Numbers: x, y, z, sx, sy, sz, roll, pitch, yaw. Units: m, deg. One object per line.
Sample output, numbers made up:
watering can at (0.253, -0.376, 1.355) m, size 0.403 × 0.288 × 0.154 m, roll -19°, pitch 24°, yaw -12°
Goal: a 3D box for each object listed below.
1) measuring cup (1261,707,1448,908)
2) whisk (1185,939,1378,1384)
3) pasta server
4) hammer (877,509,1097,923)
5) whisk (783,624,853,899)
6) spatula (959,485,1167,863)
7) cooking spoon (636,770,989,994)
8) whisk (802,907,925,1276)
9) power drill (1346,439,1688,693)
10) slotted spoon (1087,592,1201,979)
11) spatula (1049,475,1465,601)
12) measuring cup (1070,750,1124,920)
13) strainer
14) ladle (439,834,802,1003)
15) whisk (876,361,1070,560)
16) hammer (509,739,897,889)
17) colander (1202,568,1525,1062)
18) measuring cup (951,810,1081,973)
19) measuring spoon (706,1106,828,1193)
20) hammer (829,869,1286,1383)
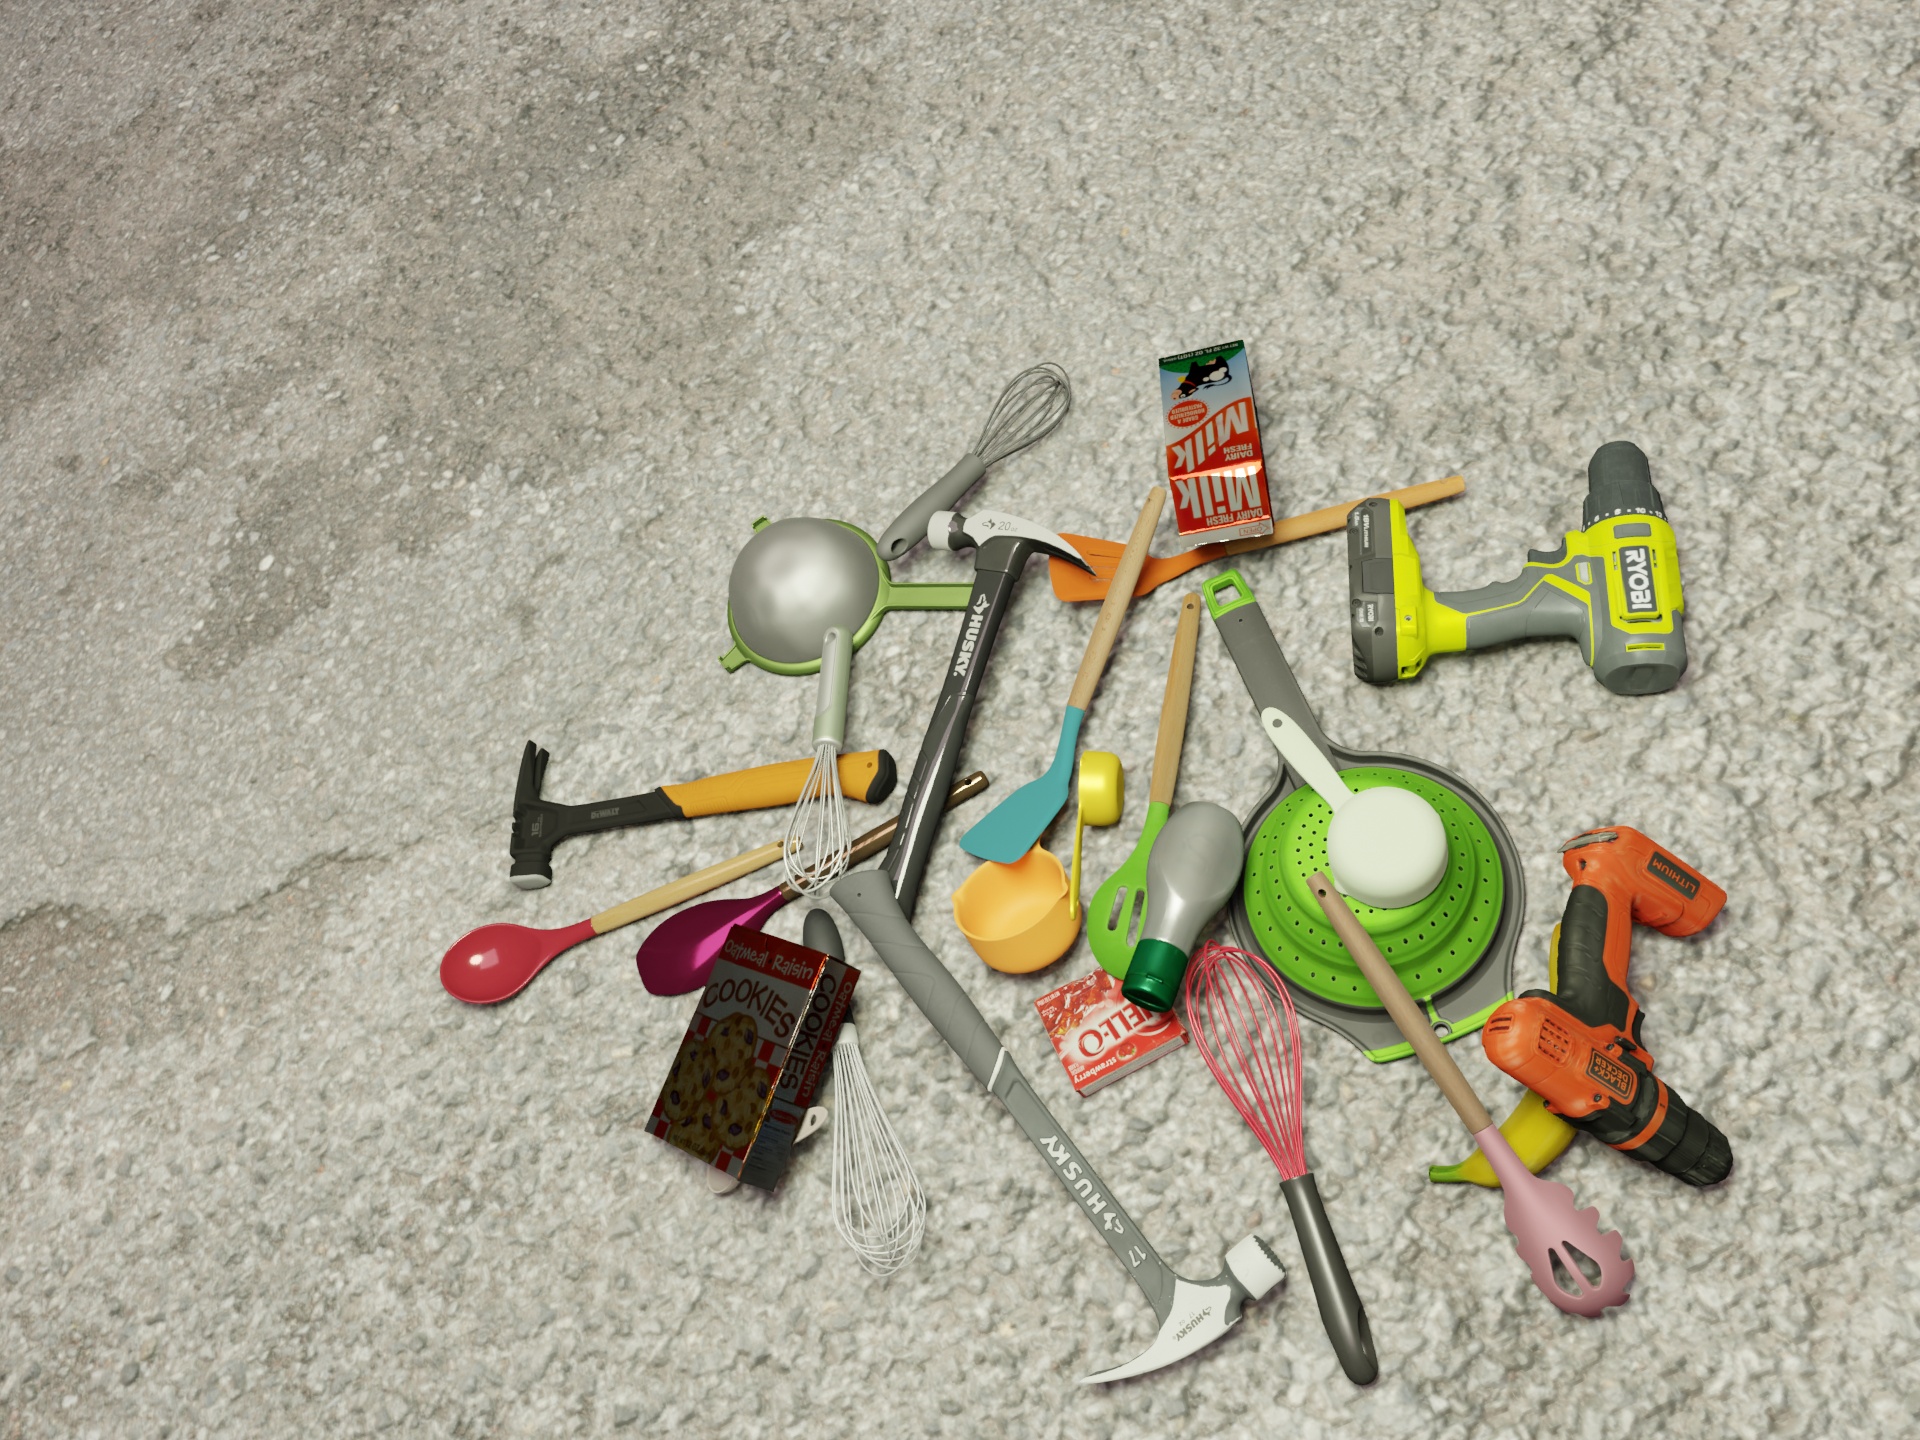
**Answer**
measuring cup at (0.250, 0.047, 1.043) m, size 0.083 × 0.038 × 0.168 m, roll -36°, pitch 63°, yaw 0°
whisk at (0.215, 0.282, 1.047) m, size 0.073 × 0.073 × 0.296 m, roll -20°, pitch 66°, yaw 9°
pasta server at (0.312, 0.231, 0.998) m, size 0.060 × 0.040 × 0.316 m, roll -36°, pitch 75°, yaw 16°
hammer at (-0.002, -0.004, 1.230) m, size 0.146 × 0.035 × 0.335 m, roll 10°, pitch 76°, yaw 30°
whisk at (-0.106, 0.027, 1.242) m, size 0.058 × 0.059 × 0.247 m, roll -25°, pitch 48°, yaw 36°
spatula at (0.090, -0.037, 1.212) m, size 0.082 × 0.044 × 0.317 m, roll 11°, pitch 78°, yaw 59°
cooking spoon at (-0.118, 0.123, 1.254) m, size 0.319 × 0.017 × 0.069 m, roll -30°, pitch 60°, yaw 3°
whisk at (-0.080, 0.262, 1.159) m, size 0.070 × 0.070 × 0.285 m, roll -22°, pitch 56°, yaw 8°
power drill at (0.401, -0.112, 1.158) m, size 0.228 × 0.080 × 0.191 m, roll -3°, pitch 65°, yaw 15°
slotted spoon at (0.149, 0.039, 1.175) m, size 0.070 × 0.031 × 0.314 m, roll 8°, pitch 64°, yaw 11°
spatula at (0.229, -0.149, 1.246) m, size 0.322 × 0.041 × 0.081 m, roll -14°, pitch 45°, yaw 14°
measuring cup at (0.099, 0.084, 1.155) m, size 0.029 × 0.062 × 0.157 m, roll -1°, pitch 42°, yaw 12°
strainer at (-0.091, -0.116, 1.327) m, size 0.256 × 0.069 × 0.152 m, roll 2°, pitch 67°, yaw 21°
ladle at (-0.273, 0.155, 1.288) m, size 0.315 × 0.031 × 0.069 m, roll -22°, pitch 61°, yaw 6°
whisk at (0.011, -0.217, 1.334) m, size 0.055 × 0.055 × 0.239 m, roll 33°, pitch 69°, yaw 28°
hammer at (-0.215, 0.057, 1.309) m, size 0.337 × 0.034 × 0.127 m, roll -9°, pitch 65°, yaw 14°
colander at (0.253, 0.036, 1.126) m, size 0.204 × 0.094 × 0.398 m, roll -24°, pitch 61°, yaw 7°
measuring cup at (0.058, 0.114, 1.188) m, size 0.095 × 0.052 × 0.174 m, roll -7°, pitch 38°, yaw 30°
measuring spoon at (-0.137, 0.310, 1.153) m, size 0.124 × 0.018 × 0.034 m, roll -34°, pitch 45°, yaw 26°
hammer at (0.034, 0.261, 1.100) m, size 0.149 × 0.036 × 0.409 m, roll -43°, pitch 66°, yaw 5°
